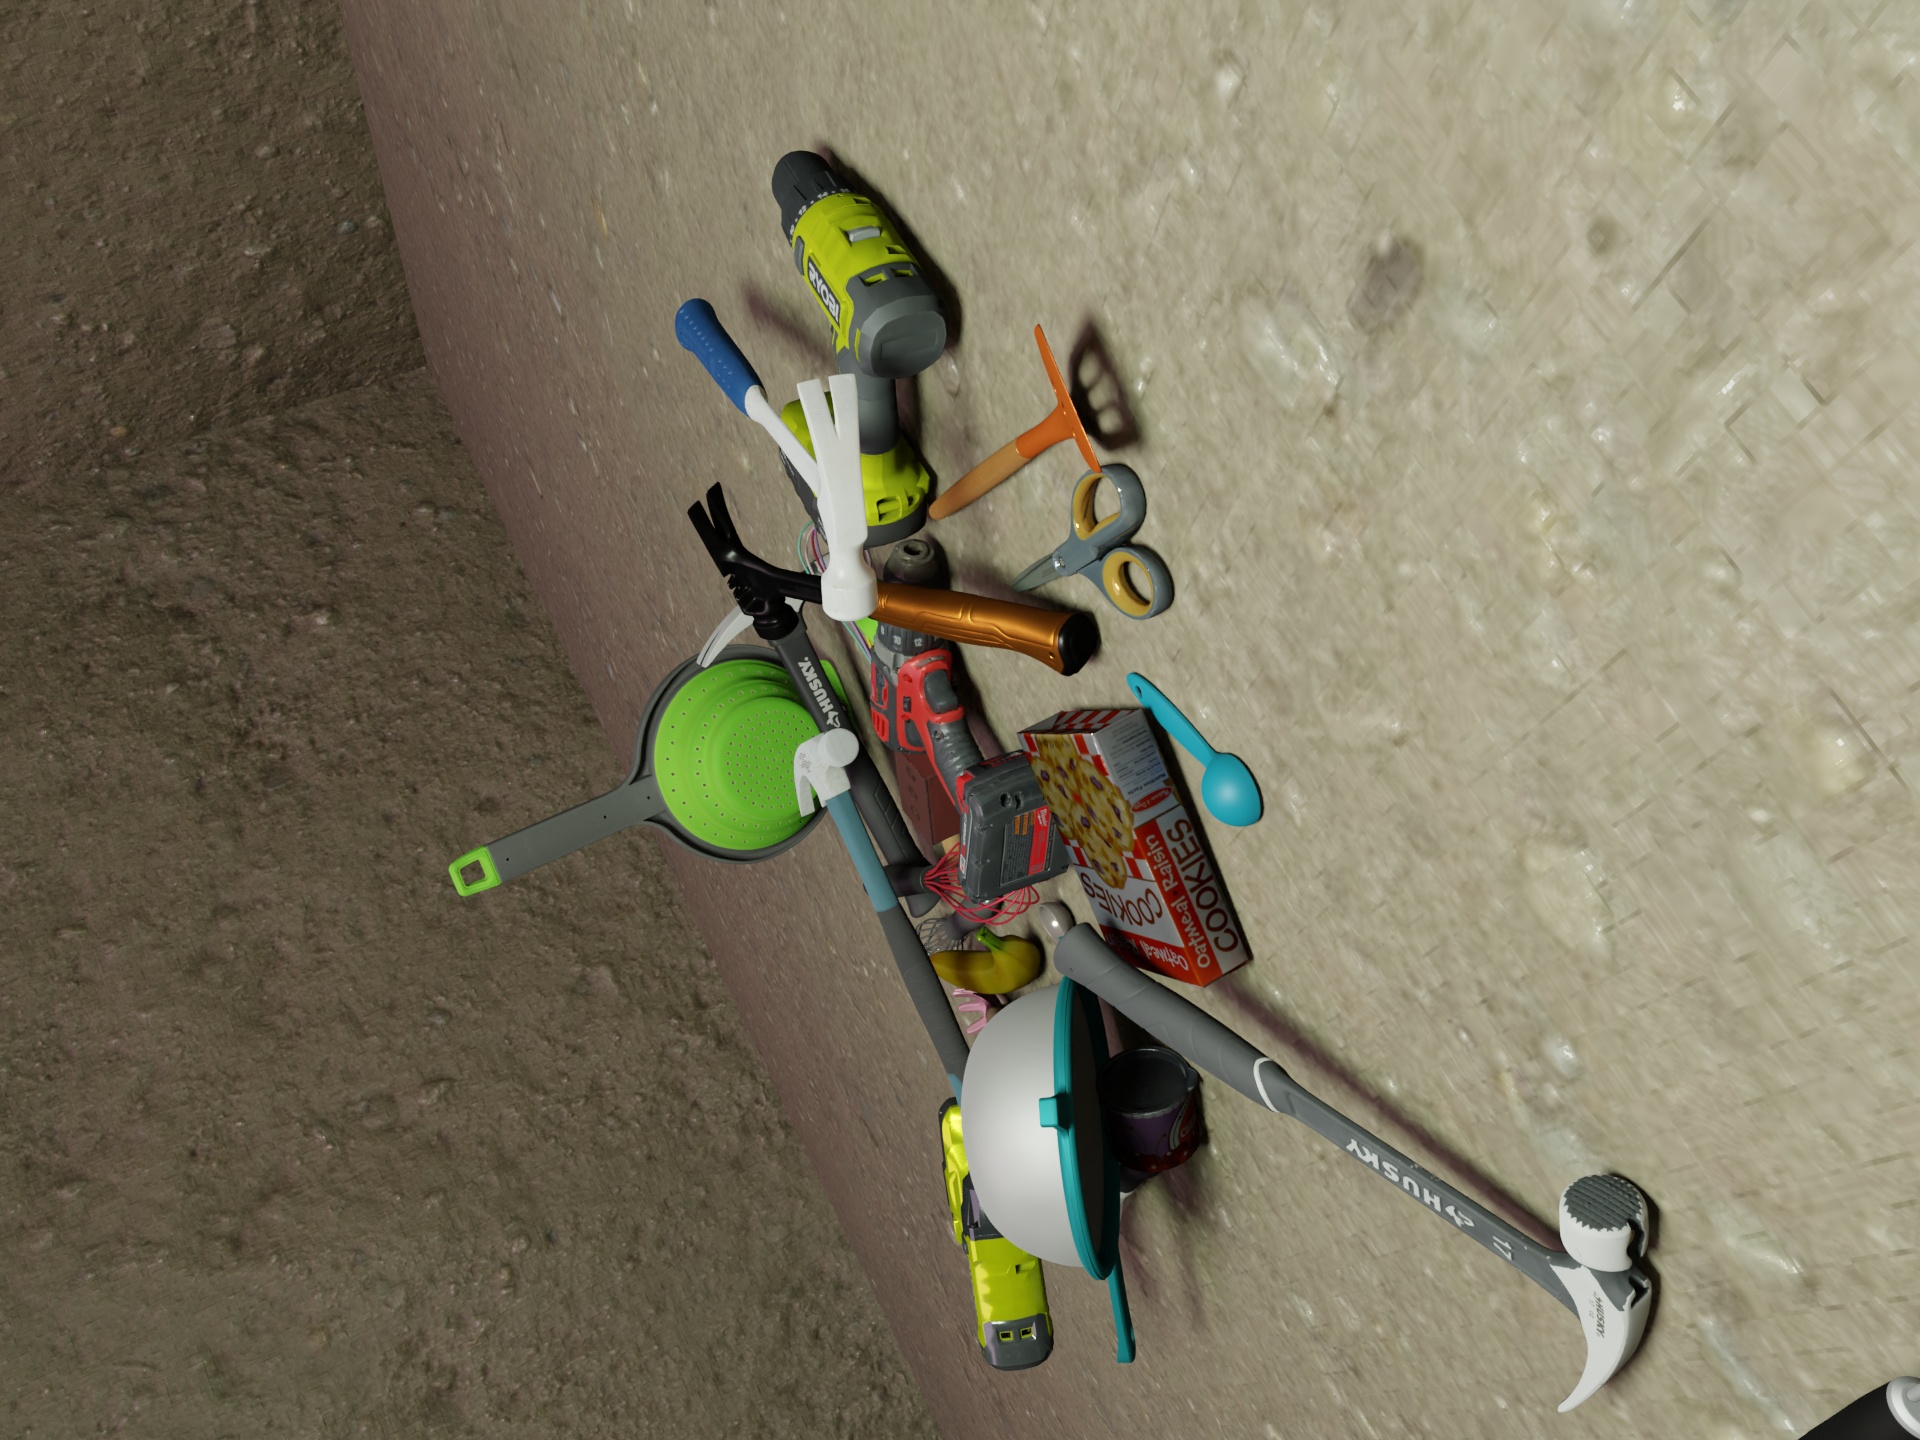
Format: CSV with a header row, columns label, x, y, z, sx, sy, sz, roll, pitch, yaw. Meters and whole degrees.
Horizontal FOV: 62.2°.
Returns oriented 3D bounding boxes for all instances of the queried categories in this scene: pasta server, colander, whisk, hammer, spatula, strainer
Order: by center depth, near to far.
label,x,y,z,sx,sy,sz,roll,pitch,yaw
hammer,0.185,0.210,0.861,0.409,0.036,0.149,28,141,50
spatula,0.024,-0.155,0.945,0.081,0.041,0.322,67,162,-2
hammer,-0.049,-0.084,1.059,0.337,0.034,0.127,15,143,42
hammer,-0.135,-0.218,1.080,0.406,0.035,0.144,-126,28,-53
strainer,0.062,0.338,1.143,0.211,0.095,0.340,-75,-23,-61
whisk,0.121,0.383,1.288,0.070,0.070,0.284,59,155,22
whisk,-0.015,0.129,1.290,0.296,0.073,0.073,-14,99,63
hammer,-0.053,0.165,1.299,0.331,0.033,0.128,66,157,-3
whisk,-0.075,-0.061,1.324,0.047,0.051,0.244,12,127,61
pasta server,0.022,0.251,1.329,0.316,0.040,0.060,96,154,-82
hammer,-0.103,0.031,1.404,0.334,0.146,0.035,64,166,-18
colander,-0.253,0.064,1.409,0.094,0.397,0.204,4,116,63
whisk,-0.006,0.187,1.423,0.055,0.055,0.239,63,157,12

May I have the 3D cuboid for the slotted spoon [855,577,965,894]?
label,x,y,z,sx,sy,sz,roll,pitch,yaw
slotted spoon,-0.034,0.015,1.319,0.070,0.031,0.313,11,128,43

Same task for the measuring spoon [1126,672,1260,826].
label,x,y,z,sx,sy,sz,roll,pitch,yaw
measuring spoon,0.123,0.015,0.899,0.129,0.021,0.042,51,156,40

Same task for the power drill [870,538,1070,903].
label,x,y,z,sx,sy,sz,roll,pitch,yaw
power drill,-0.002,-0.004,1.142,0.227,0.080,0.187,56,155,39

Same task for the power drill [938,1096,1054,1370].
label,x,y,z,sx,sy,sz,roll,pitch,yaw
power drill,0.029,0.391,1.286,0.223,0.080,0.171,-116,17,-83

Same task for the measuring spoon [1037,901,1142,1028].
label,x,y,z,sx,sy,sz,roll,pitch,yaw
measuring spoon,0.101,0.179,1.175,0.124,0.018,0.034,47,156,30

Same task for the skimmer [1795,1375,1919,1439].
label,x,y,z,sx,sy,sz,roll,pitch,yaw
skimmer,0.342,0.186,0.493,0.127,0.090,0.362,51,166,32

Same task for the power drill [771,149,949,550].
label,x,y,z,sx,sy,sz,roll,pitch,yaw
power drill,-0.076,-0.245,1.059,0.228,0.080,0.191,96,150,-52
